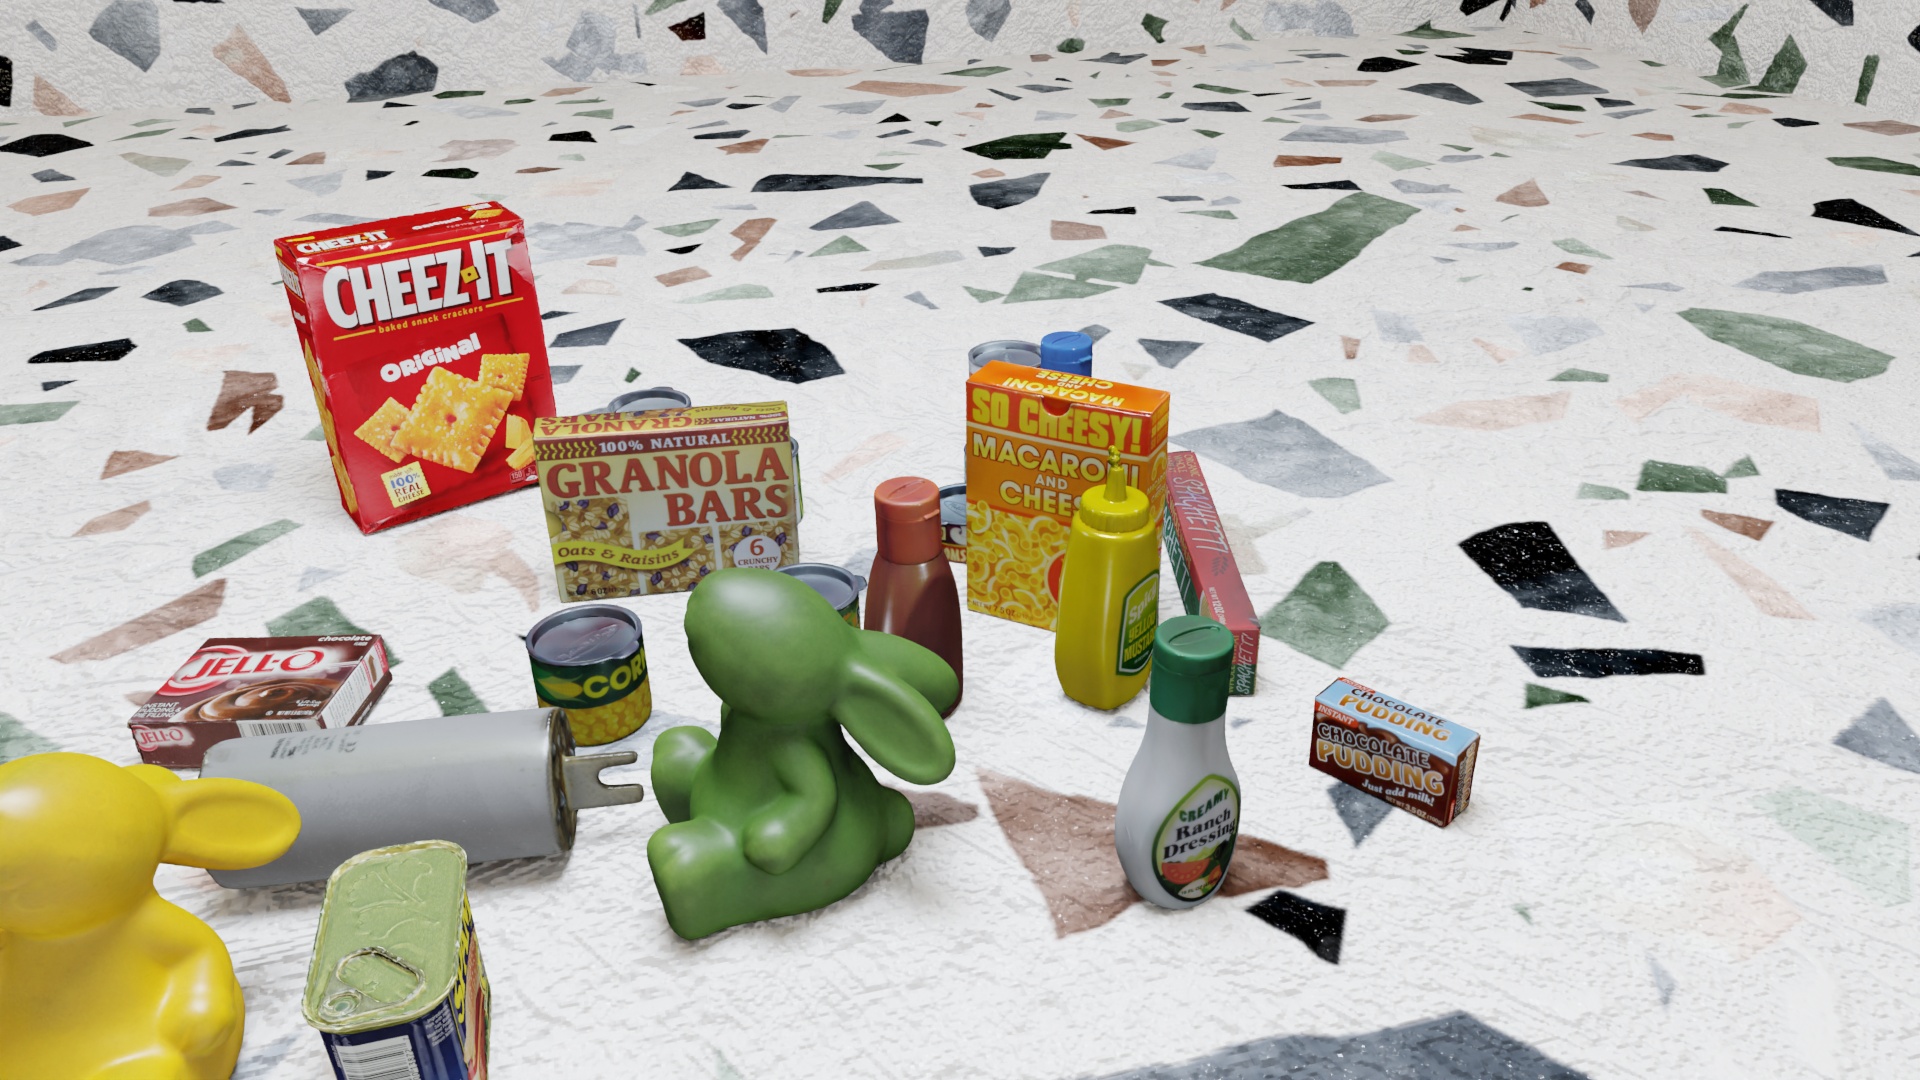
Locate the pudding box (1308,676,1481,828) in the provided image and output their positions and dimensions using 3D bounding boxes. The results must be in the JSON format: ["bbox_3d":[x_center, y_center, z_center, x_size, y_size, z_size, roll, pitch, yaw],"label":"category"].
[{"bbox_3d":[0.233,0.113,0.750,0.084,0.049,0.030,24,37,37],"label":"pudding box"}]

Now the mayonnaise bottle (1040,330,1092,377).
[{"bbox_3d":[0.075,-0.075,0.995,0.065,0.147,0.041,-24,36,-36],"label":"mayonnaise bottle"}]

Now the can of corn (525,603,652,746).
[{"bbox_3d":[-0.215,0.079,0.815,0.071,0.058,0.071,-1,29,0],"label":"can of corn"}]

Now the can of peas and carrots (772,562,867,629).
[{"bbox_3d":[-0.092,0.054,0.857,0.071,0.058,0.071,-1,29,0],"label":"can of peas and carrots"}]

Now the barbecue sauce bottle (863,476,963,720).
[{"bbox_3d":[-0.028,0.037,0.794,0.044,0.147,0.065,22,36,36],"label":"barbecue sauce bottle"}]

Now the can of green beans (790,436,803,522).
[{"bbox_3d":[-0.151,-0.043,1.036,0.071,0.057,0.071,-1,29,0],"label":"can of green beans"}]

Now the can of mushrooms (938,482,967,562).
[{"bbox_3d":[0.004,-0.013,1.002,0.071,0.033,0.071,-1,29,0],"label":"can of mushrooms"}]

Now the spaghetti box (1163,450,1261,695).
[{"bbox_3d":[0.162,0.013,0.933,0.029,0.050,0.251,-1,29,0],"label":"spaghetti box"}]

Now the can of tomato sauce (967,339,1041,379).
[{"bbox_3d":[0.041,-0.114,1.134,0.071,0.082,0.071,-1,29,0],"label":"can of tomato sauce"}]

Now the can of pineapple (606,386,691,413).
[{"bbox_3d":[-0.245,-0.084,1.113,0.071,0.057,0.071,-1,29,0],"label":"can of pineapple"}]

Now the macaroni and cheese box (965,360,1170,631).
[{"bbox_3d":[0.066,-0.021,0.878,0.124,0.165,0.040,13,31,24],"label":"macaroni and cheese box"}]

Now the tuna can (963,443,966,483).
[{"bbox_3d":[0.038,-0.057,1.082,0.071,0.032,0.071,-1,29,0],"label":"tuna can"}]

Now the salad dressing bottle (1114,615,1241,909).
[{"bbox_3d":[0.106,0.107,0.664,0.064,0.147,0.044,-15,32,-24],"label":"salad dressing bottle"}]

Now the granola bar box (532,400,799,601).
[{"bbox_3d":[-0.195,-0.026,0.939,0.166,0.123,0.039,-5,29,-8],"label":"granola bar box"}]

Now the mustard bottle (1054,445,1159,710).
[{"bbox_3d":[0.087,0.020,0.809,0.049,0.159,0.065,19,34,32],"label":"mustard bottle"}]
